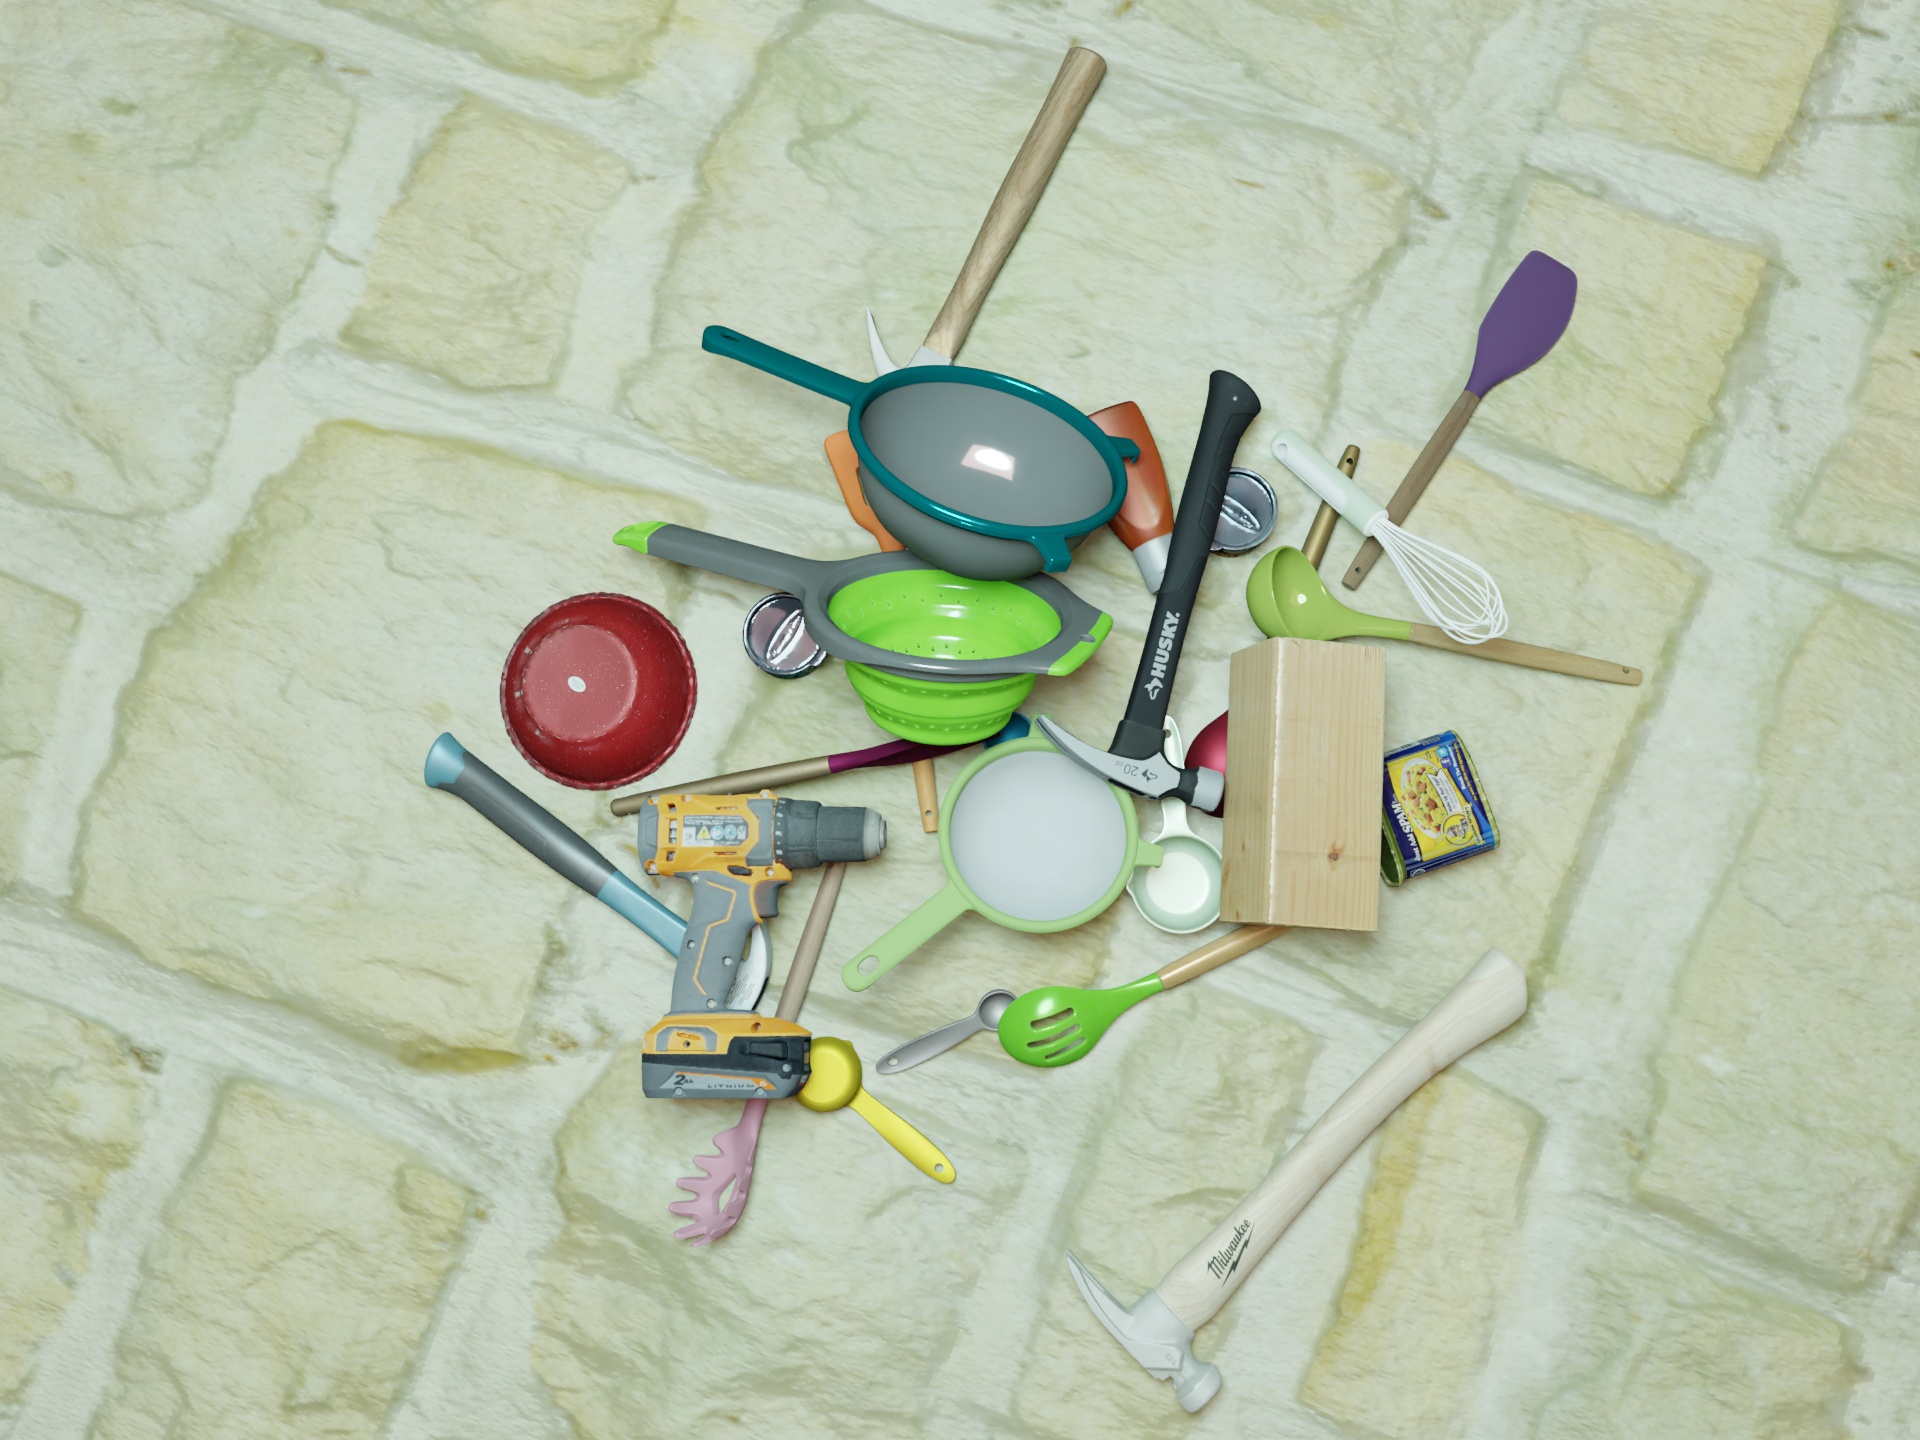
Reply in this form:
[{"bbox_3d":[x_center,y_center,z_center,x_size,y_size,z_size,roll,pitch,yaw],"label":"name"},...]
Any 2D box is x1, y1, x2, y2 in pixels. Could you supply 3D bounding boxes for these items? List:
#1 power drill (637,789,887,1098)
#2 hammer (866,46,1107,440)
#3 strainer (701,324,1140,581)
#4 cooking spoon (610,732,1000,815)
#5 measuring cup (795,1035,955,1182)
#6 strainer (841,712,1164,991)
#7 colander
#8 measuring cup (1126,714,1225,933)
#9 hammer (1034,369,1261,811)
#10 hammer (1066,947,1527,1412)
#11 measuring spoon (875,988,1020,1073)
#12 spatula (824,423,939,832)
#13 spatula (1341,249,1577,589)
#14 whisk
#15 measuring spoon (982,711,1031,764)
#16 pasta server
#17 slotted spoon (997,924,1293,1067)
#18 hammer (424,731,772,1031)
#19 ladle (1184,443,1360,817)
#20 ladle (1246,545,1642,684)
[{"bbox_3d":[-0.148,0.164,1.182,0.185,0.084,0.226,-1,79,3],"label":"power drill"},{"bbox_3d":[0.030,-0.397,1.289,0.130,0.031,0.331,26,86,5],"label":"hammer"},{"bbox_3d":[-0.046,-0.196,1.195,0.340,0.095,0.211,24,41,8],"label":"strainer"},{"bbox_3d":[-0.124,0.038,1.230,0.319,0.068,0.017,-12,80,12],"label":"cooking spoon"},{"bbox_3d":[-0.067,0.304,1.220,0.156,0.029,0.062,38,87,8],"label":"measuring cup"},{"bbox_3d":[0.017,0.124,1.203,0.256,0.069,0.151,-37,75,-11],"label":"strainer"},{"bbox_3d":[-0.088,-0.067,1.195,0.397,0.204,0.094,16,121,20],"label":"colander"},{"bbox_3d":[0.165,0.081,1.230,0.083,0.038,0.168,-4,82,2],"label":"measuring cup"},{"bbox_3d":[0.162,-0.109,1.206,0.146,0.035,0.335,16,80,-3],"label":"hammer"},{"bbox_3d":[0.264,0.320,1.200,0.410,0.038,0.146,-45,82,-3],"label":"hammer"},{"bbox_3d":[-0.011,0.241,1.233,0.124,0.018,0.034,-27,110,4],"label":"measuring spoon"},{"bbox_3d":[-0.046,-0.072,1.255,0.081,0.041,0.323,-8,85,1],"label":"spatula"},{"bbox_3d":[0.393,-0.235,1.260,0.060,0.018,0.316,34,86,5],"label":"spatula"},{"bbox_3d":[0.320,-0.144,1.206,0.059,0.057,0.247,-21,55,-31],"label":"whisk"},{"bbox_3d":[-0.002,-0.004,1.245,0.128,0.021,0.042,24,87,-6],"label":"measuring spoon"},{"bbox_3d":[-0.147,0.249,1.228,0.060,0.040,0.316,12,81,43],"label":"pasta server"},{"bbox_3d":[0.176,0.187,1.221,0.314,0.031,0.070,-25,108,-3],"label":"slotted spoon"},{"bbox_3d":[-0.289,0.122,1.250,0.331,0.033,0.128,36,88,6],"label":"hammer"},{"bbox_3d":[0.254,-0.073,1.247,0.069,0.031,0.315,22,84,2],"label":"ladle"},{"bbox_3d":[0.371,-0.069,1.212,0.320,0.062,0.078,11,65,-4],"label":"ladle"}]
